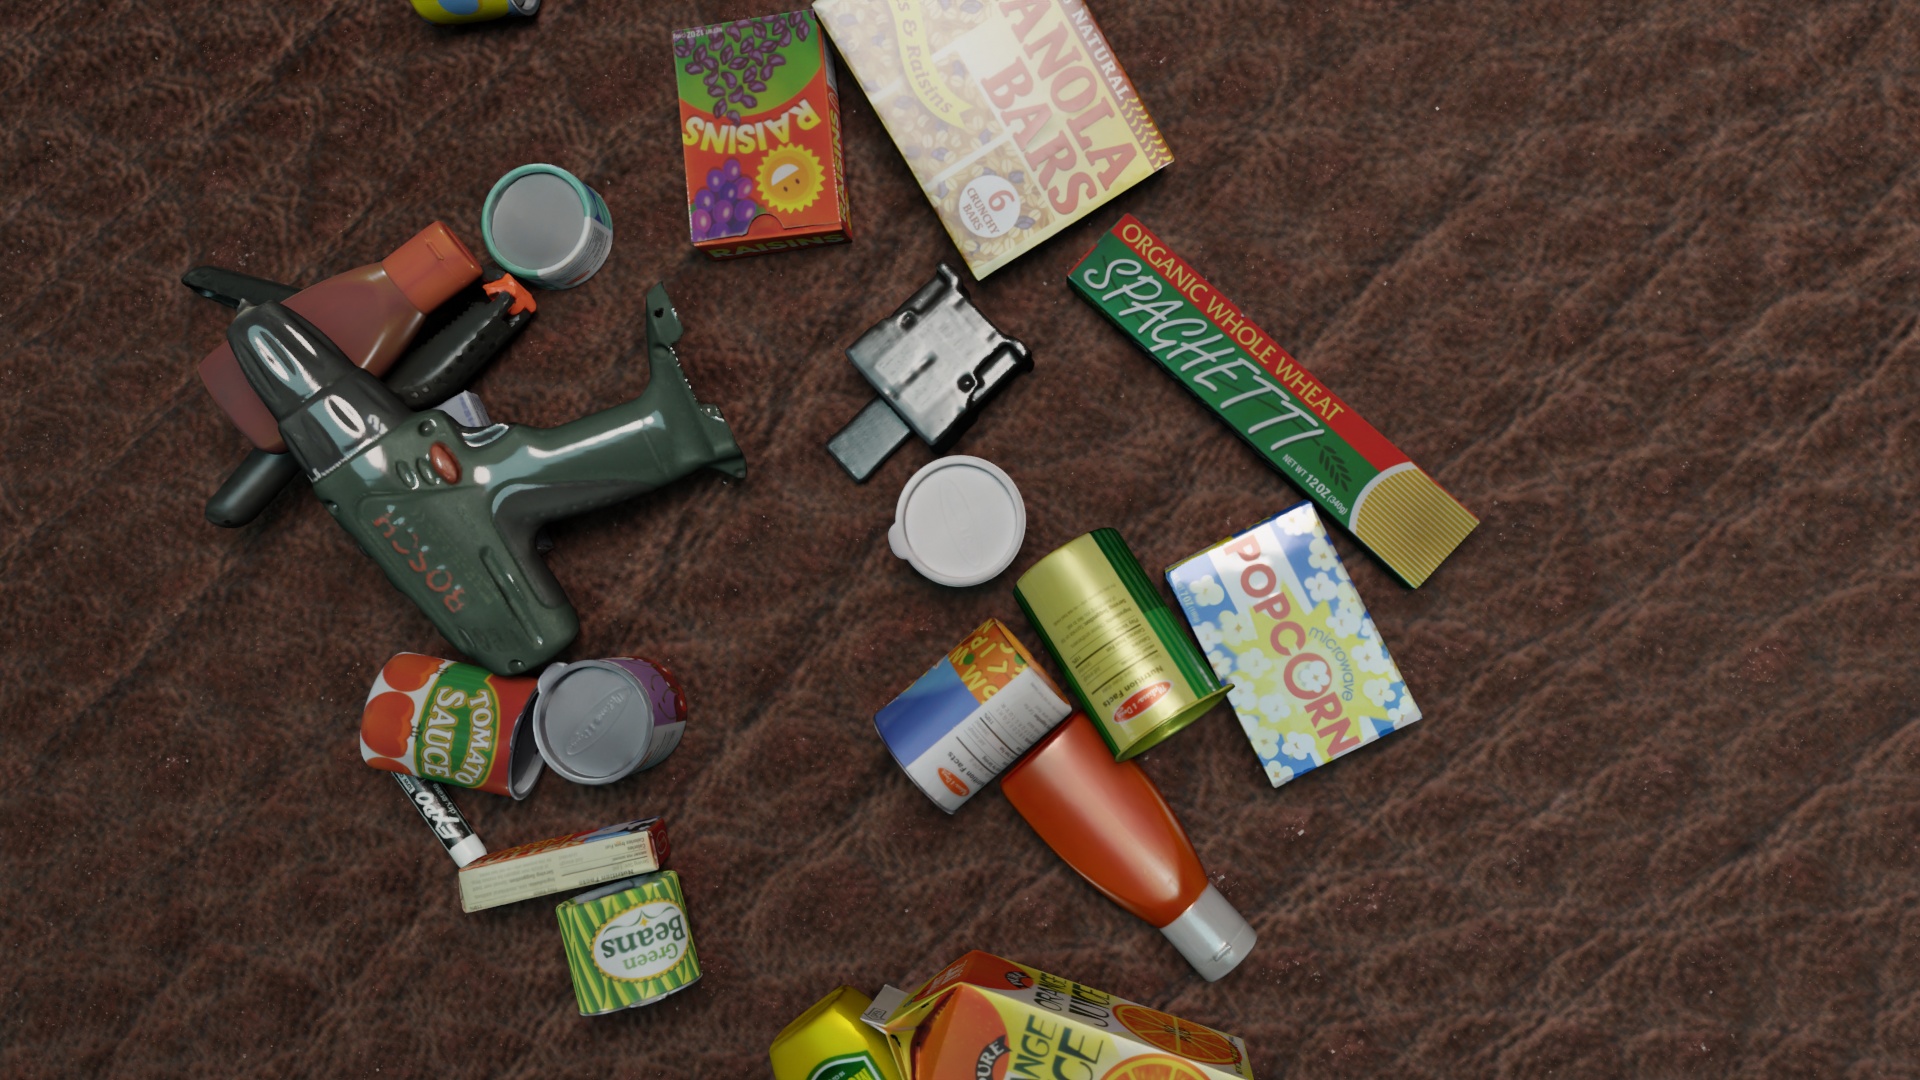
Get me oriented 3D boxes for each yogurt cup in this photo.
[{"bbox_3d":[0.003,-0.009,0.740,0.072,0.054,0.072,0,87,7],"label":"yogurt cup"}]

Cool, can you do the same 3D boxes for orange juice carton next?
[{"bbox_3d":[0.045,0.268,0.712,0.193,0.072,0.073,17,89,7],"label":"orange juice carton"}]

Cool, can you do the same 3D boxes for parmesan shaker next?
[{"bbox_3d":[0.083,0.051,0.713,0.071,0.071,0.103,-33,72,5],"label":"parmesan shaker"}]

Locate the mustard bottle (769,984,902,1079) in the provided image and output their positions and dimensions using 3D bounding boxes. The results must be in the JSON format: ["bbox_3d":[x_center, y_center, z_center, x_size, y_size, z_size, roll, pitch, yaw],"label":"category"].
[{"bbox_3d":[-0.033,0.315,0.731,0.065,0.049,0.160,-39,83,7],"label":"mustard bottle"}]

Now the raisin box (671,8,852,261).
[{"bbox_3d":[-0.109,-0.224,0.773,0.086,0.040,0.123,-6,87,6],"label":"raisin box"}]

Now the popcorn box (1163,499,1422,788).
[{"bbox_3d":[0.171,0.053,0.724,0.085,0.038,0.127,-27,84,5],"label":"popcorn box"}]

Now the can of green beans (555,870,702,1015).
[{"bbox_3d":[-0.178,0.215,0.745,0.071,0.071,0.058,-16,85,6],"label":"can of green beans"}]

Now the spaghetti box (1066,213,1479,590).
[{"bbox_3d":[0.162,-0.075,0.737,0.250,0.028,0.050,43,92,7],"label":"spaghetti box"}]

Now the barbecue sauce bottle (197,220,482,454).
[{"bbox_3d":[-0.327,-0.113,0.744,0.148,0.043,0.065,-37,91,-2],"label":"barbecue sauce bottle"}]

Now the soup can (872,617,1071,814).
[{"bbox_3d":[0.005,0.089,0.731,0.084,0.071,0.071,-41,83,3],"label":"soup can"}]

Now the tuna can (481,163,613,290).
[{"bbox_3d":[-0.237,-0.180,0.789,0.071,0.033,0.071,0,87,7],"label":"tuna can"}]

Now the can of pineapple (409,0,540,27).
[{"bbox_3d":[-0.278,-0.329,0.784,0.058,0.071,0.071,-5,87,7],"label":"can of pineapple"}]

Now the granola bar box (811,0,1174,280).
[{"bbox_3d":[0.018,-0.241,0.738,0.124,0.039,0.165,-31,99,4],"label":"granola bar box"}]

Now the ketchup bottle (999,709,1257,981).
[{"bbox_3d":[0.091,0.162,0.726,0.064,0.043,0.149,-43,83,2],"label":"ketchup bottle"}]

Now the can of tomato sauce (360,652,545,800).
[{"bbox_3d":[-0.272,0.100,0.756,0.083,0.071,0.071,11,89,2],"label":"can of tomato sauce"}]

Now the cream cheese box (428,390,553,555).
[{"bbox_3d":[-0.279,-0.028,0.791,0.053,0.024,0.104,-28,84,5],"label":"cream cheese box"}]

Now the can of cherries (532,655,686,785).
[{"bbox_3d":[-0.191,0.094,0.757,0.071,0.058,0.071,0,88,8],"label":"can of cherries"}]

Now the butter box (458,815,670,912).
[{"bbox_3d":[-0.212,0.174,0.749,0.103,0.053,0.024,-12,87,-5],"label":"butter box"}]
